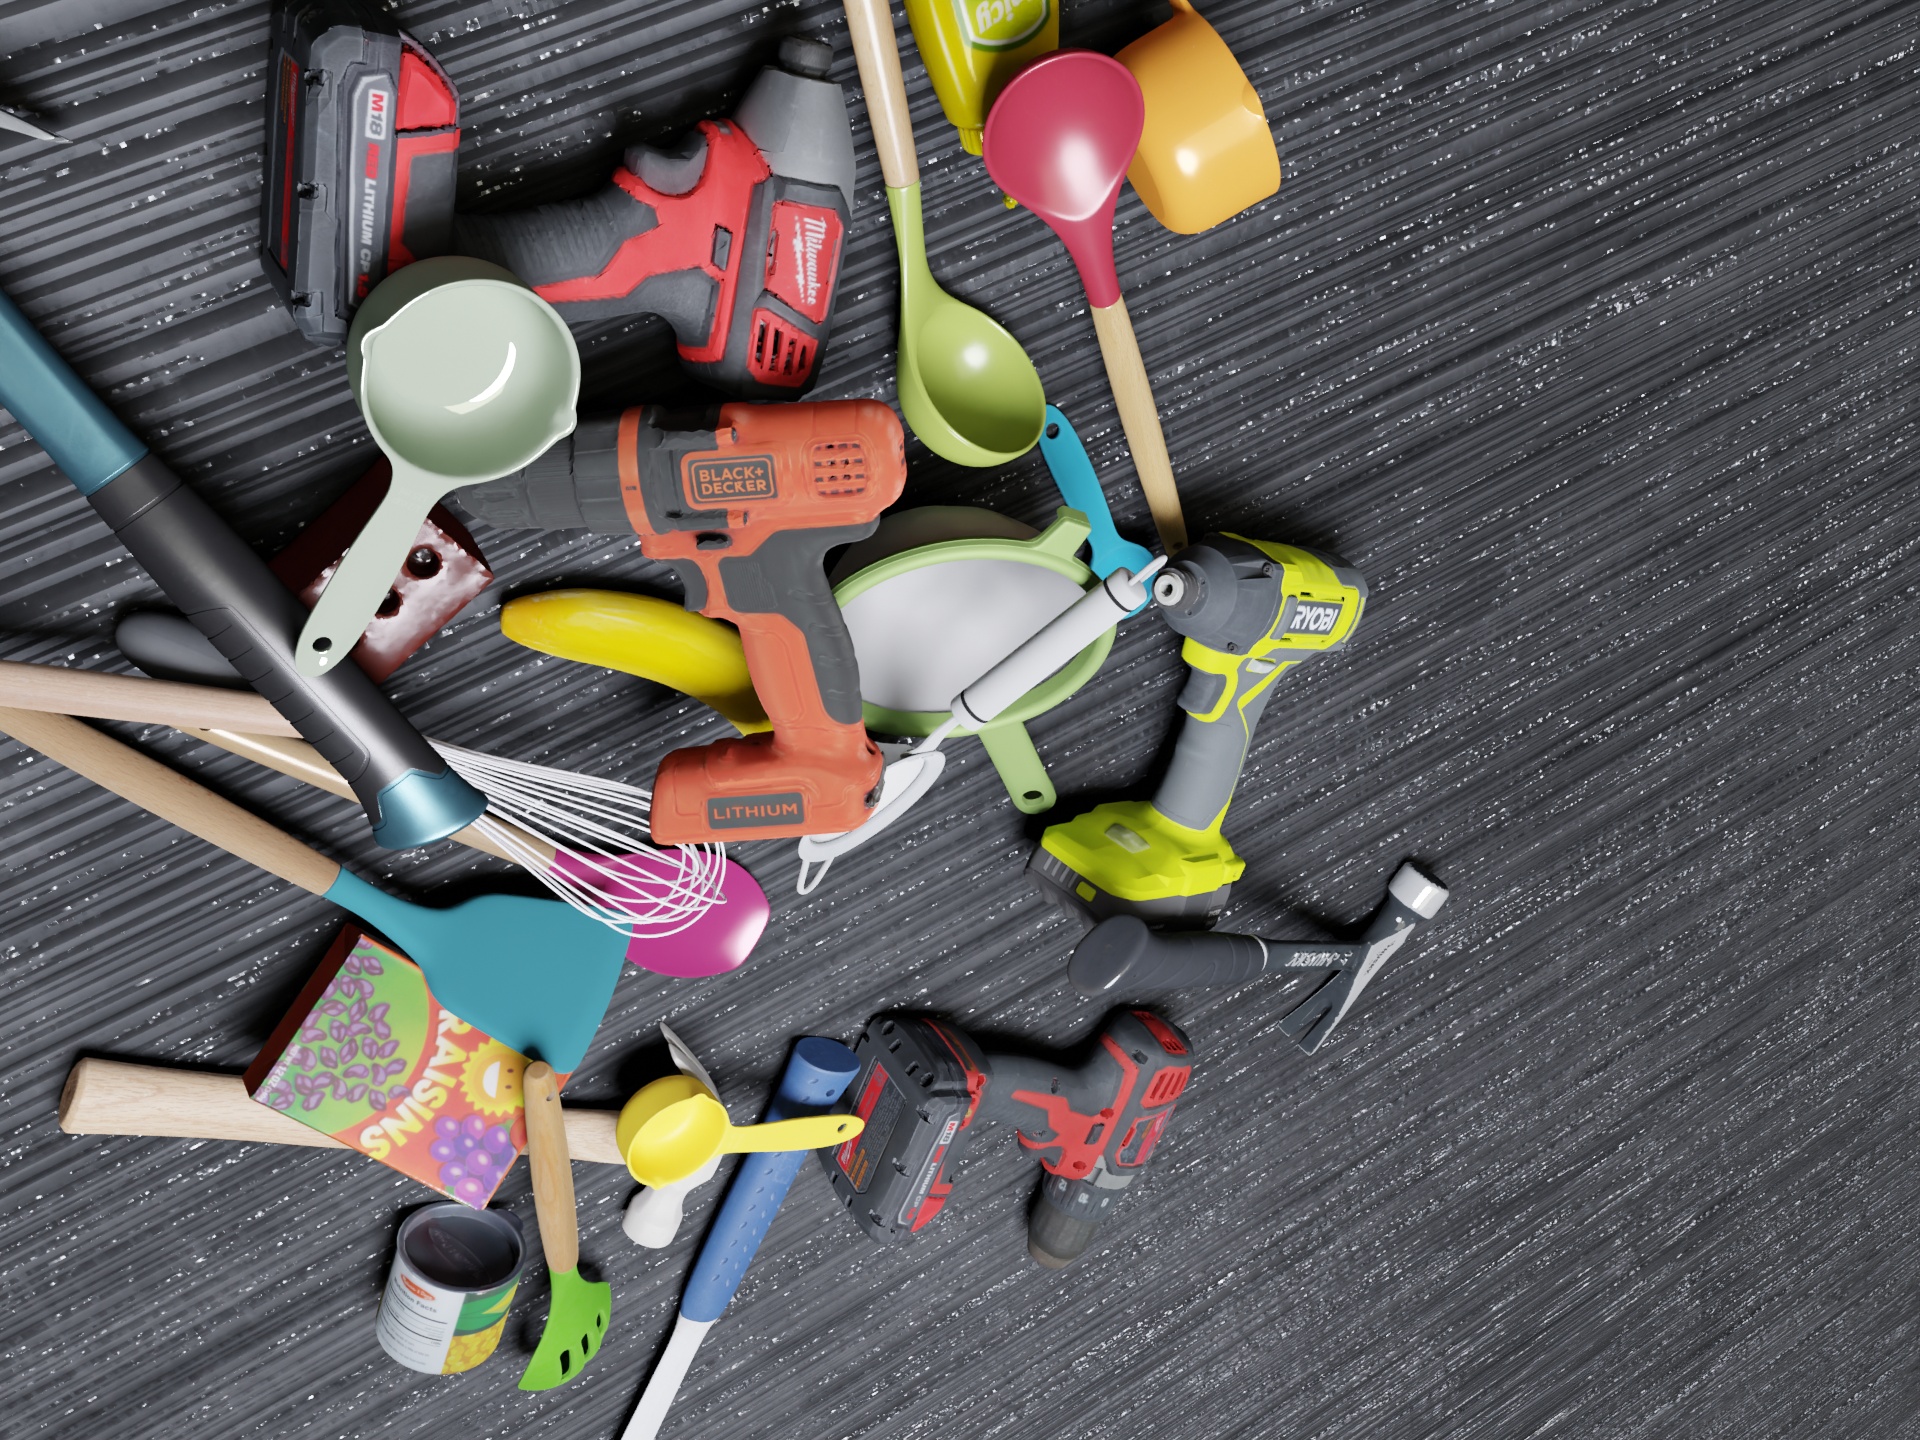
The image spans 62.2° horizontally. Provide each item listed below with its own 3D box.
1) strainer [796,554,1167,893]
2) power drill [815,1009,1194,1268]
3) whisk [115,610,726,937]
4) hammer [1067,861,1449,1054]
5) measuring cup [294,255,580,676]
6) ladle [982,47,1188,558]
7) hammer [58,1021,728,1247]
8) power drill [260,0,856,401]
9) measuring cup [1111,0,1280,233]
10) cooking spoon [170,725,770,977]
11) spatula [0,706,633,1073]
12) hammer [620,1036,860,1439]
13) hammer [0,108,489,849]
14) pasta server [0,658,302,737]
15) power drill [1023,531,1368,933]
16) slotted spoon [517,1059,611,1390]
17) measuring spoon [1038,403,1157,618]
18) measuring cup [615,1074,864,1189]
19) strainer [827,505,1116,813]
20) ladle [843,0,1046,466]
[{"bbox_3d":[-0.001,-0.002,0.750,0.258,0.050,0.087,-38,165,28],"label":"strainer"},{"bbox_3d":[0.028,0.266,0.986,0.226,0.080,0.188,8,113,-37],"label":"power drill"},{"bbox_3d":[-0.223,0.023,0.694,0.284,0.070,0.070,29,101,-29],"label":"whisk"},{"bbox_3d":[0.176,0.143,0.945,0.408,0.036,0.149,12,116,-55],"label":"hammer"},{"bbox_3d":[-0.201,-0.090,0.570,0.083,0.038,0.167,18,114,-46],"label":"measuring cup"},{"bbox_3d":[0.075,-0.178,0.743,0.069,0.031,0.315,-19,142,7],"label":"ladle"},{"bbox_3d":[-0.266,0.201,0.801,0.331,0.031,0.130,16,108,-36],"label":"hammer"},{"bbox_3d":[-0.142,-0.202,0.609,0.219,0.079,0.143,-2,119,-33],"label":"power drill"},{"bbox_3d":[0.075,-0.293,0.689,0.052,0.095,0.173,-32,109,6],"label":"measuring cup"},{"bbox_3d":[-0.217,0.056,0.752,0.318,0.017,0.069,30,91,-39],"label":"cooking spoon"},{"bbox_3d":[-0.286,0.053,0.677,0.317,0.044,0.082,37,56,-32],"label":"spatula"},{"bbox_3d":[-0.165,0.364,0.953,0.144,0.035,0.405,14,109,-36],"label":"hammer"},{"bbox_3d":[-0.293,-0.077,0.571,0.128,0.033,0.330,-38,115,-5],"label":"hammer"},{"bbox_3d":[-0.381,-0.013,0.578,0.316,0.040,0.060,8,122,-24],"label":"pasta server"},{"bbox_3d":[0.124,0.007,0.865,0.171,0.080,0.223,-2,119,-51],"label":"power drill"},{"bbox_3d":[-0.207,0.266,0.815,0.070,0.031,0.313,-44,155,-40],"label":"slotted spoon"},{"bbox_3d":[0.064,-0.109,0.824,0.042,0.021,0.128,-34,120,-9],"label":"measuring spoon"},{"bbox_3d":[-0.118,0.218,0.864,0.156,0.029,0.062,10,111,-44],"label":"measuring cup"},{"bbox_3d":[0.009,-0.033,0.806,0.151,0.069,0.256,-15,148,8],"label":"strainer"},{"bbox_3d":[-0.018,-0.244,0.645,0.319,0.062,0.078,77,33,-41],"label":"ladle"}]
